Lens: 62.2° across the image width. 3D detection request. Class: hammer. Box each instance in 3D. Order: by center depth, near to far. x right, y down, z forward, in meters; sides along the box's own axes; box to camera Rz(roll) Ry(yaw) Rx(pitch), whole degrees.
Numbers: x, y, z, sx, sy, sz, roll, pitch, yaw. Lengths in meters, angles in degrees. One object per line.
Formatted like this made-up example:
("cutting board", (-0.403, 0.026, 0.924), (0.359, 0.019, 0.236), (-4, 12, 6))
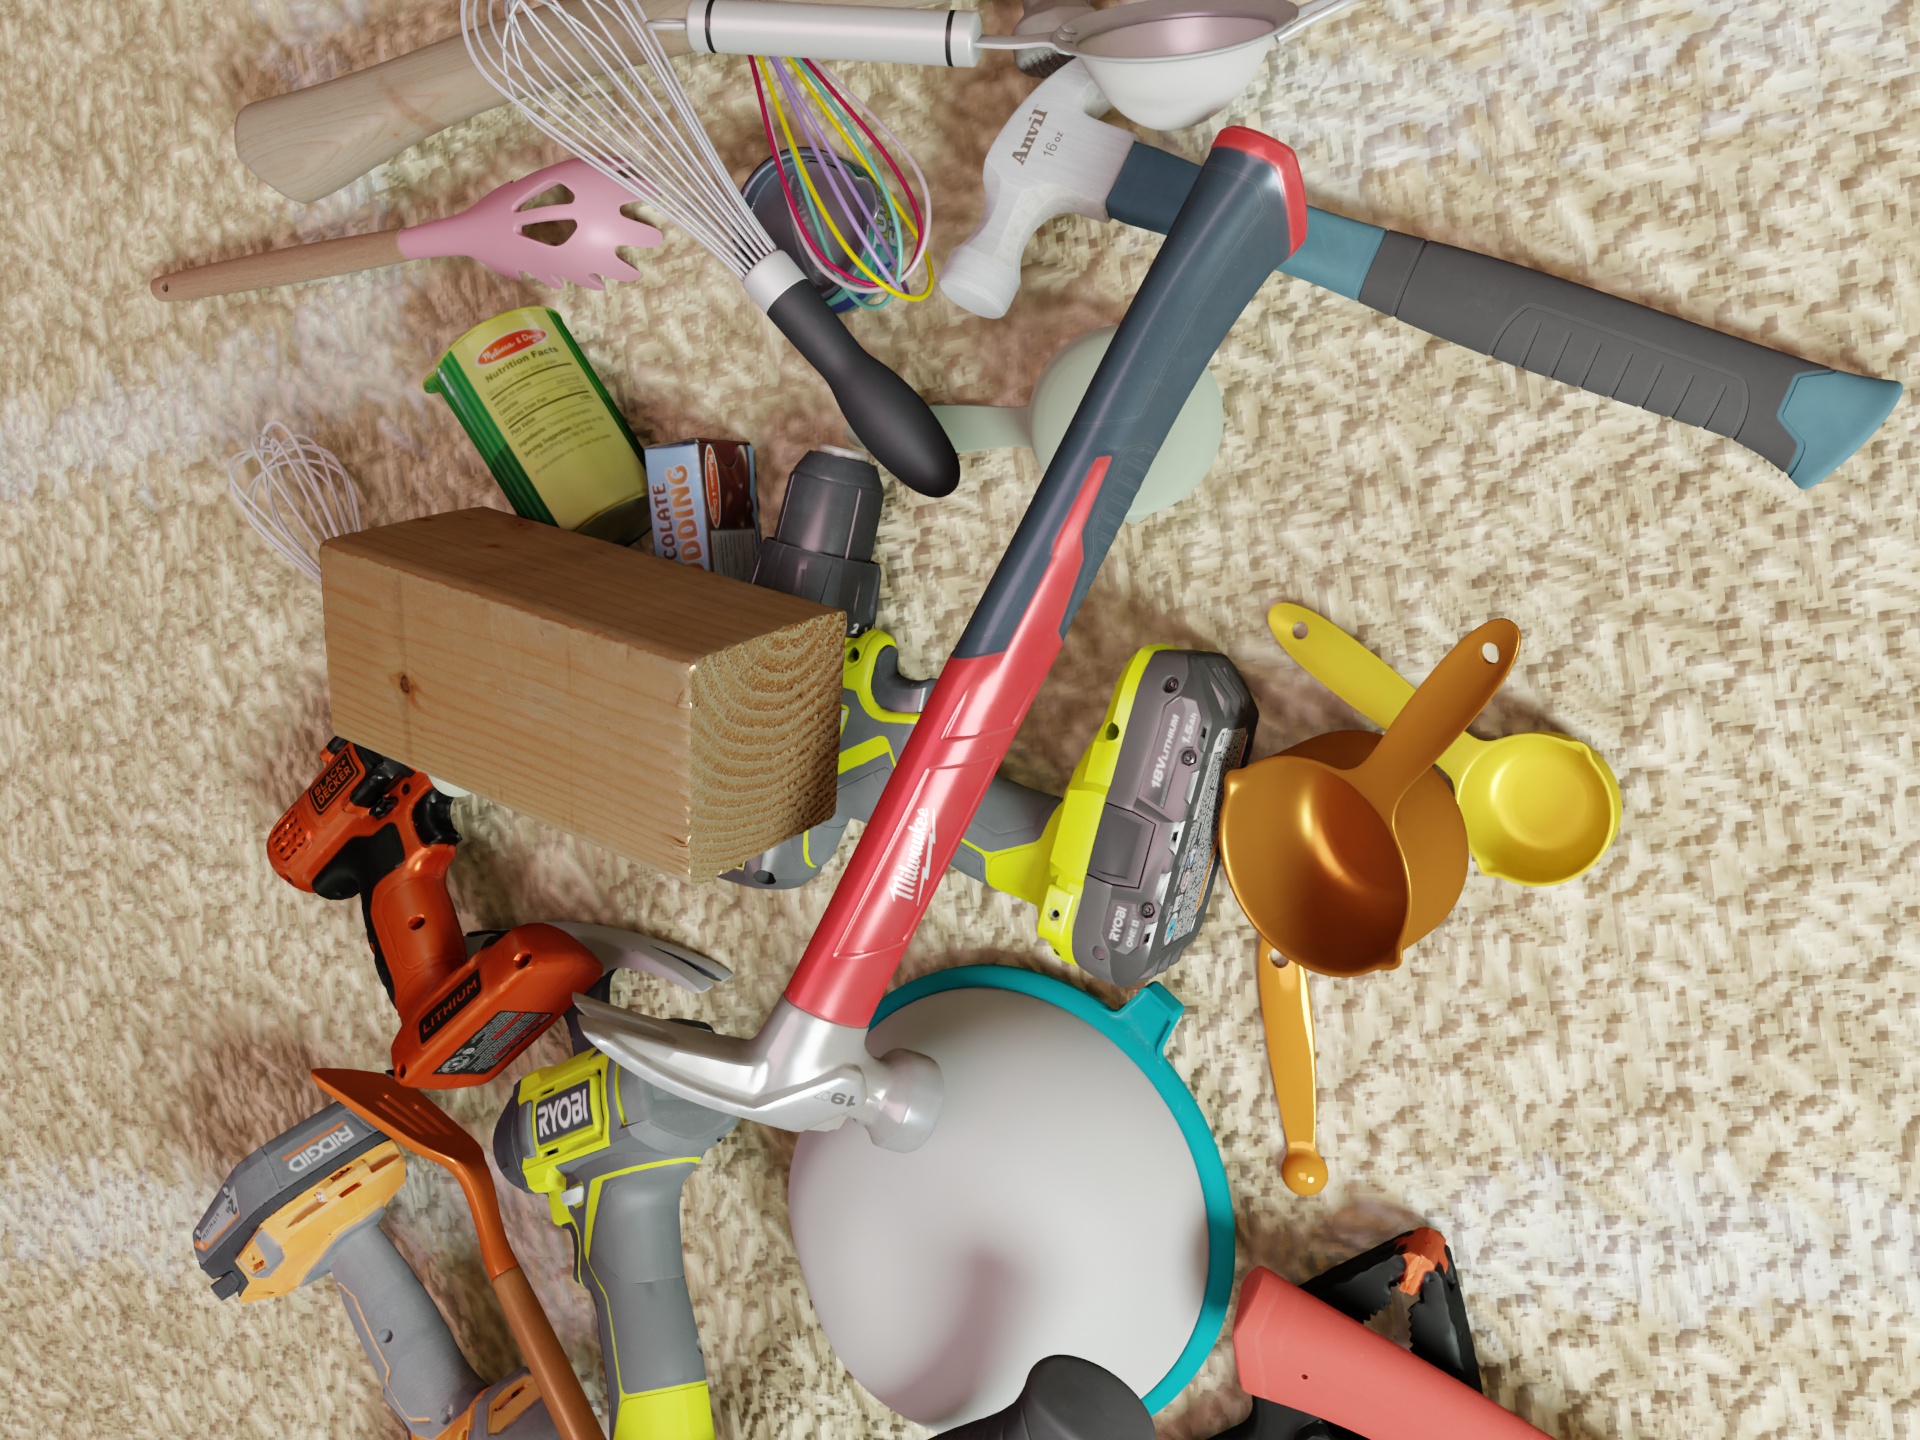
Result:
("hammer", (0.004, -0.031, 0.561), (0.143, 0.038, 0.386), (23, 98, -26))
("hammer", (0.163, -0.159, 0.578), (0.331, 0.033, 0.128), (24, 88, 15))
("hammer", (0.266, 0.302, 0.581), (0.359, 0.037, 0.149), (30, 109, 8))
("hammer", (-0.028, 0.322, 0.646), (0.146, 0.035, 0.334), (50, 134, 6))
("hammer", (-0.144, -0.308, 0.684), (0.410, 0.038, 0.146), (-7, 93, 19))
("hammer", (-0.156, 0.300, 0.794), (0.149, 0.036, 0.409), (-7, 95, 23))

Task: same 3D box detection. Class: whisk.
("whisk", (-0.074, -0.264, 0.626), (0.245, 0.047, 0.051), (63, 156, 11))
("whisk", (-0.095, -0.201, 0.637), (0.070, 0.070, 0.284), (-40, 92, 23))
("whisk", (-0.290, -0.057, 0.768), (0.247, 0.057, 0.059), (52, 135, 25))

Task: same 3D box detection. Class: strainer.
("strainer", (0.009, -0.243, 0.572), (0.258, 0.087, 0.050), (7, 127, 10))
("strainer", (0.009, 0.278, 0.666), (0.211, 0.095, 0.340), (-8, 88, 30))

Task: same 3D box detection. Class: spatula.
("spatula", (-0.215, 0.293, 0.764), (0.041, 0.081, 0.323), (-36, 69, 4))

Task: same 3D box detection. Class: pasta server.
("pasta server", (-0.285, -0.230, 0.784), (0.316, 0.040, 0.060), (0, 97, 28))

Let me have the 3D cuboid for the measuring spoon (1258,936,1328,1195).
("measuring spoon", (0.136, 0.140, 0.655), (0.021, 0.011, 0.117), (-5, 95, 24))

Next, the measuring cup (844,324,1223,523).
("measuring cup", (0.022, -0.122, 0.653), (0.167, 0.038, 0.083), (2, 98, 21))

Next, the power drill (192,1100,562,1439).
("power drill", (-0.302, 0.332, 0.832), (0.226, 0.084, 0.185), (50, 129, 8))

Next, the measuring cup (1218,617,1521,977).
("measuring cup", (0.161, 0.020, 0.574), (0.095, 0.052, 0.173), (51, 138, 23))

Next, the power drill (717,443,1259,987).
("power drill", (-0.001, -0.002, 0.662), (0.228, 0.080, 0.190), (18, 99, 23))

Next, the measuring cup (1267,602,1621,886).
("measuring cup", (0.183, 0.002, 0.613), (0.157, 0.029, 0.062), (42, 116, 26))

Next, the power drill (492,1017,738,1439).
("power drill", (-0.151, 0.257, 0.687), (0.171, 0.080, 0.223), (-30, 61, 44))
